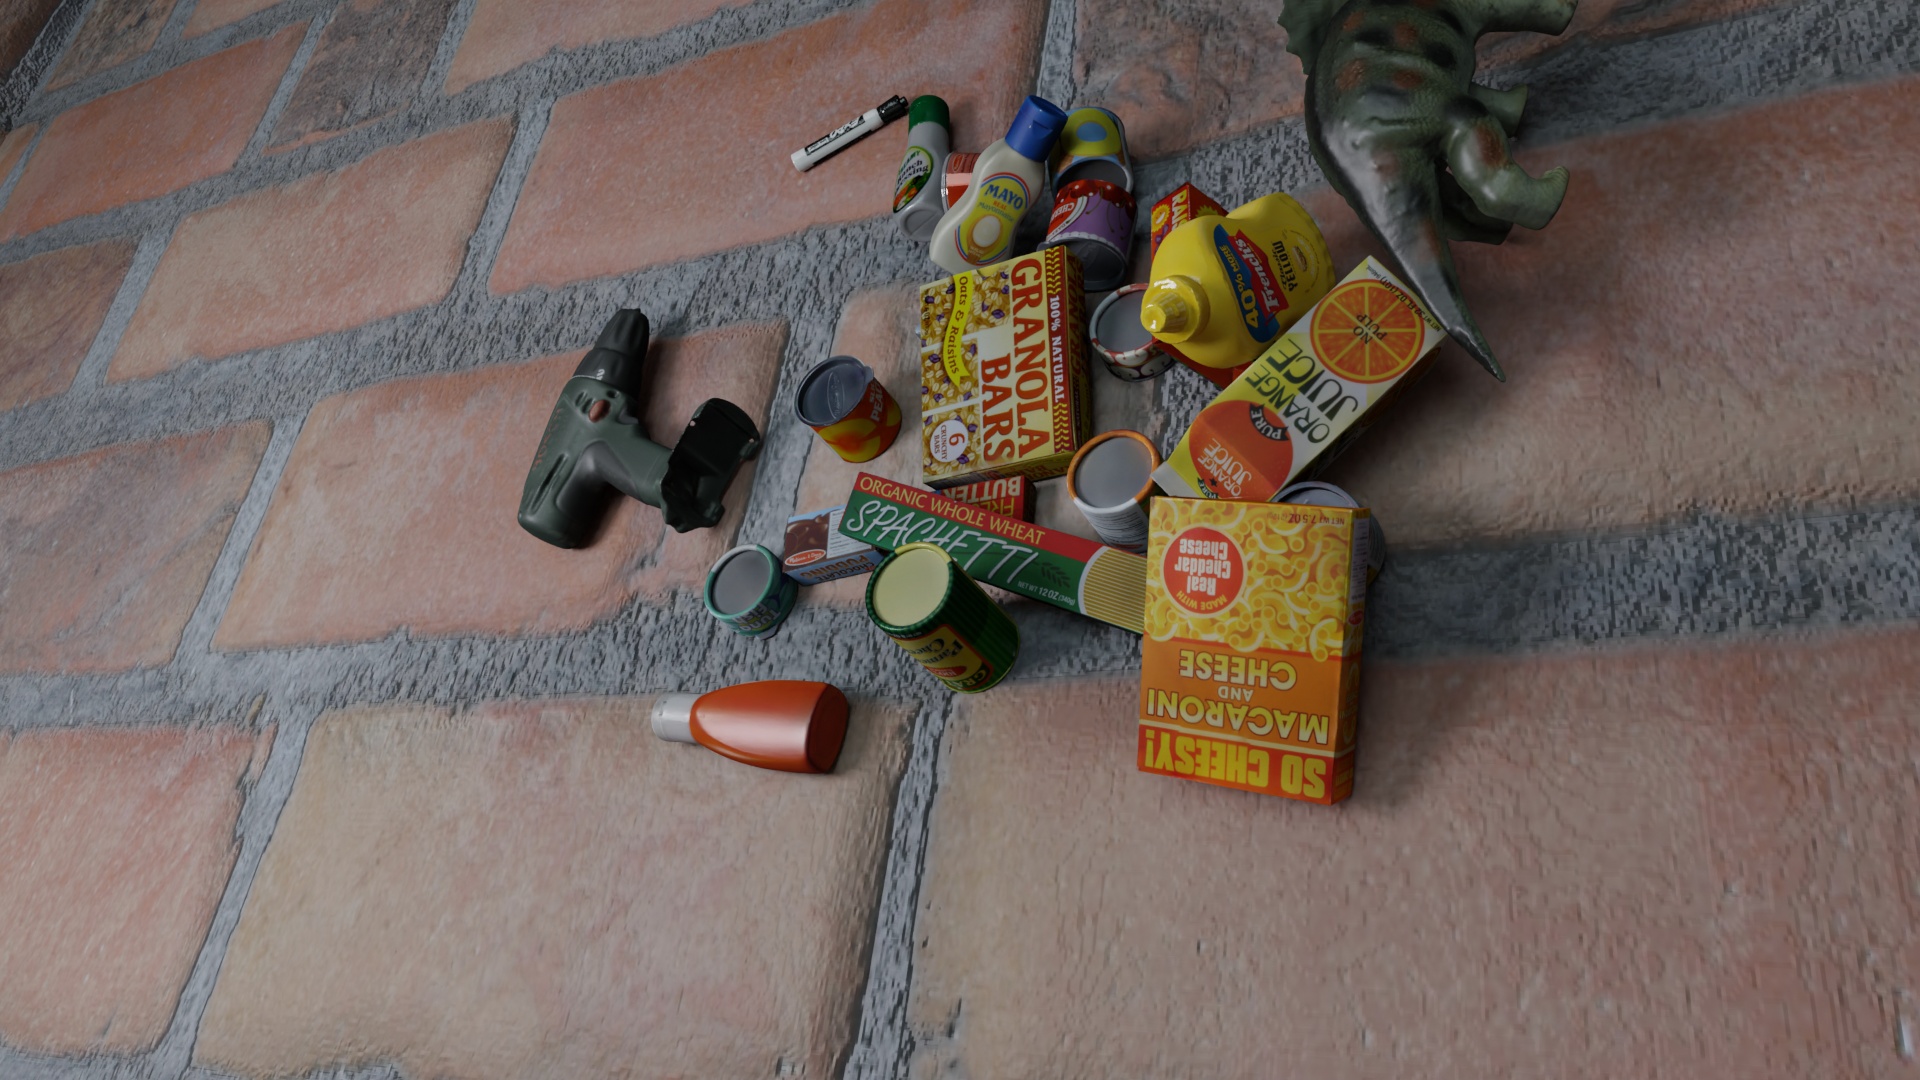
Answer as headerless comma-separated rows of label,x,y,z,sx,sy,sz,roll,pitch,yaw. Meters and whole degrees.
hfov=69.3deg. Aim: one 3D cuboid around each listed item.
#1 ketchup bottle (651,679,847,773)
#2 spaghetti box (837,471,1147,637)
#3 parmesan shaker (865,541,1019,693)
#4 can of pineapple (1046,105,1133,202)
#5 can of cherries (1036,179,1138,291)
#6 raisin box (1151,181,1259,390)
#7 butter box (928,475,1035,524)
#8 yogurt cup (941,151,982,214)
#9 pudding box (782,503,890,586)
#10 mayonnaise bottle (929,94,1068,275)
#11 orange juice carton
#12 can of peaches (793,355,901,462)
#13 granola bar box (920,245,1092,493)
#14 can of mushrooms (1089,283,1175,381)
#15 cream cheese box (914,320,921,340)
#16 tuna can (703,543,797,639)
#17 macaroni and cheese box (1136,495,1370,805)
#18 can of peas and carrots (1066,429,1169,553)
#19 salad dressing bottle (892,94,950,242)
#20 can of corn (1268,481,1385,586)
ketchup bottle,-0.155,0.131,0.999,0.149,0.043,0.065,0,61,30
spaghetti box,0.027,0.007,0.954,0.250,0.028,0.050,18,86,27
parmesan shaker,-0.014,0.052,0.928,0.071,0.103,0.071,-14,56,22
can of pineapple,0.099,-0.299,1.100,0.071,0.071,0.058,-18,55,19
can of cherries,0.097,-0.234,1.060,0.071,0.071,0.058,-1,62,29
raisin box,0.174,-0.176,0.968,0.040,0.086,0.124,-28,47,43
butter box,0.004,-0.013,1.009,0.103,0.024,0.053,-10,58,25
yogurt cup,0.021,-0.287,1.141,0.054,0.072,0.073,0,62,20
pudding box,-0.091,0.000,1.051,0.083,0.030,0.050,-13,58,23
mayonnaise bottle,0.033,-0.273,1.084,0.147,0.065,0.041,-59,18,30
orange juice carton,0.214,-0.082,0.885,0.193,0.073,0.072,-43,74,-2
can of peaches,-0.086,-0.103,1.093,0.071,0.058,0.071,-14,56,22
granola bar box,0.032,-0.125,1.027,0.124,0.039,0.166,-11,69,27
can of mushrooms,0.131,-0.153,1.016,0.071,0.033,0.071,-14,55,22
cream cheese box,0.018,-0.172,1.097,0.104,0.024,0.053,18,72,36
tuna can,-0.161,0.040,1.064,0.071,0.032,0.071,-14,56,22
macaroni and cheese box,0.170,0.060,0.813,0.123,0.040,0.166,5,95,33
can of peas and carrots,0.112,-0.035,0.939,0.071,0.058,0.071,-14,57,22
salad dressing bottle,-0.029,-0.324,1.201,0.064,0.044,0.148,-34,42,39
can of corn,0.218,0.002,0.847,0.071,0.058,0.071,-5,79,27
